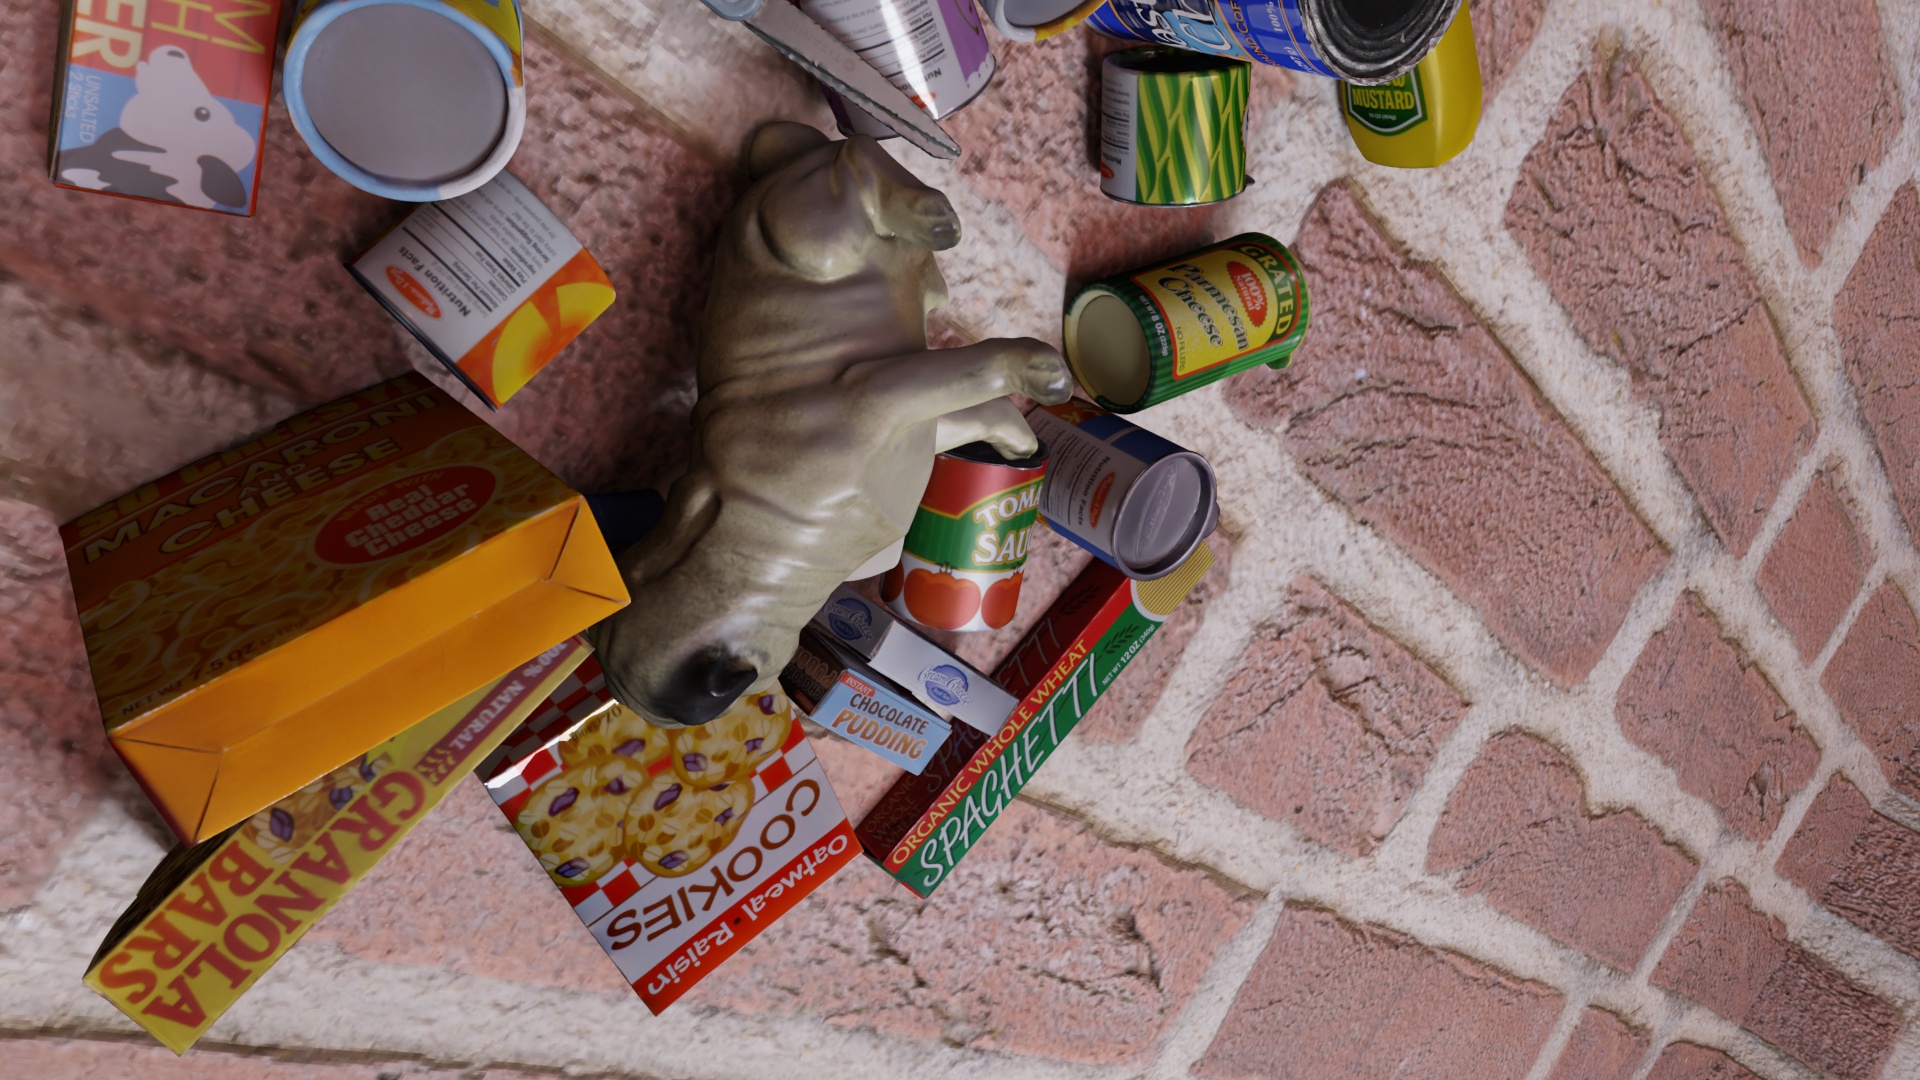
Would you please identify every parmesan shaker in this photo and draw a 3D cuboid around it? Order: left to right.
[{"bbox_3d":[0.111,-0.103,0.675,0.103,0.071,0.071,-23,126,-30],"label":"parmesan shaker"}]

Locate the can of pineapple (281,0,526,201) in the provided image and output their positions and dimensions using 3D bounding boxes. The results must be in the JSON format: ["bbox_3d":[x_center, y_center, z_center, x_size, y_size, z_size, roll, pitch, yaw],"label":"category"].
[{"bbox_3d":[-0.166,-0.145,0.415,0.071,0.058,0.070,-10,134,-10],"label":"can of pineapple"}]

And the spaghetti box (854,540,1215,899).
[{"bbox_3d":[0.043,0.083,0.747,0.250,0.029,0.050,-48,133,-9],"label":"spaghetti box"}]

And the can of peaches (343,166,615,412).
[{"bbox_3d":[-0.159,-0.086,0.464,0.058,0.071,0.071,-47,134,-11],"label":"can of peaches"}]

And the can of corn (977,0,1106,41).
[{"bbox_3d":[0.028,-0.234,0.523,0.071,0.058,0.071,-28,165,-9],"label":"can of corn"}]

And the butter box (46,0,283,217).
[{"bbox_3d":[-0.227,-0.149,0.400,0.053,0.024,0.103,3,110,-40],"label":"butter box"}]

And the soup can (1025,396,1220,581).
[{"bbox_3d":[0.073,-0.026,0.675,0.071,0.084,0.071,-19,124,-31],"label":"soup can"}]

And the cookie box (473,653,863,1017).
[{"bbox_3d":[-0.125,0.116,0.617,0.123,0.040,0.166,-36,130,-20],"label":"cookie box"}]

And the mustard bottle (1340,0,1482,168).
[{"bbox_3d":[0.215,-0.264,0.685,0.049,0.065,0.159,-40,127,-24],"label":"mustard bottle"}]

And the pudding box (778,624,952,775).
[{"bbox_3d":[-0.048,0.074,0.652,0.030,0.050,0.083,-54,135,-1],"label":"pudding box"}]

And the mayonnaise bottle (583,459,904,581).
[{"bbox_3d":[-0.092,-0.008,0.577,0.148,0.041,0.064,-9,111,-35],"label":"mayonnaise bottle"}]

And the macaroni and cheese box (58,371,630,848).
[{"bbox_3d":[-0.189,0.006,0.413,0.124,0.167,0.040,-31,123,-24],"label":"macaroni and cheese box"}]

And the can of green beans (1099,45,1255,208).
[{"bbox_3d":[0.096,-0.186,0.621,0.071,0.071,0.057,-21,124,-30],"label":"can of green beans"}]

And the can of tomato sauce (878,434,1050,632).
[{"bbox_3d":[0.002,-0.008,0.635,0.071,0.071,0.082,-6,117,-38],"label":"can of tomato sauce"}]

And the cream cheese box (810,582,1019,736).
[{"bbox_3d":[-0.022,0.057,0.661,0.103,0.053,0.024,36,85,-45],"label":"cream cheese box"}]

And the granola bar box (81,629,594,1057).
[{"bbox_3d":[-0.202,0.074,0.469,0.166,0.124,0.039,-46,107,-11],"label":"granola bar box"}]

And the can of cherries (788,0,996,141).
[{"bbox_3d":[-0.027,-0.193,0.518,0.072,0.071,0.058,-41,132,-16],"label":"can of cherries"}]
